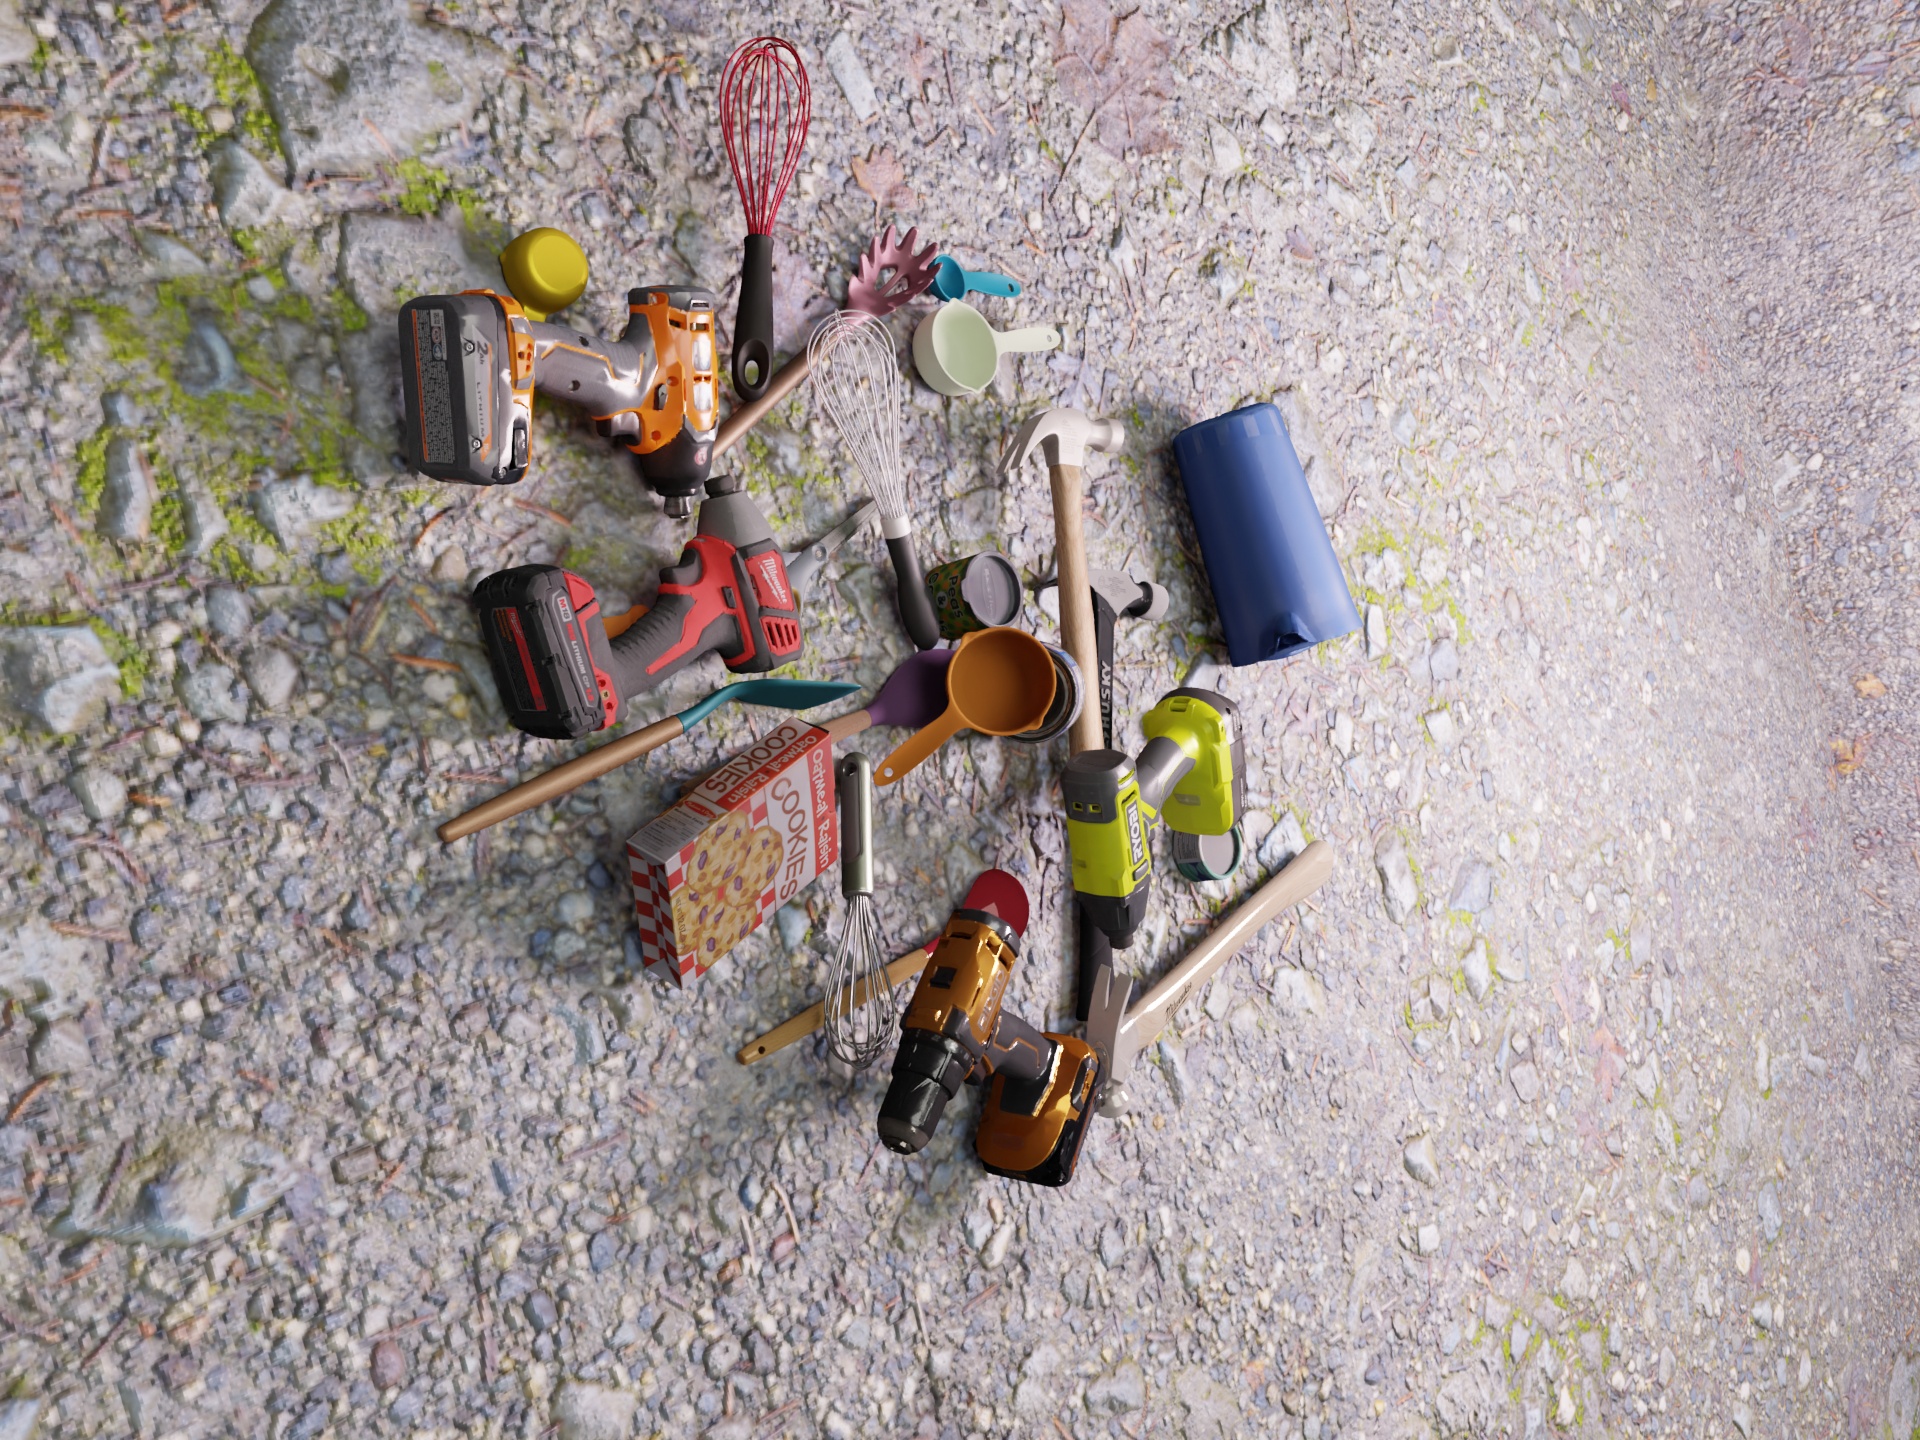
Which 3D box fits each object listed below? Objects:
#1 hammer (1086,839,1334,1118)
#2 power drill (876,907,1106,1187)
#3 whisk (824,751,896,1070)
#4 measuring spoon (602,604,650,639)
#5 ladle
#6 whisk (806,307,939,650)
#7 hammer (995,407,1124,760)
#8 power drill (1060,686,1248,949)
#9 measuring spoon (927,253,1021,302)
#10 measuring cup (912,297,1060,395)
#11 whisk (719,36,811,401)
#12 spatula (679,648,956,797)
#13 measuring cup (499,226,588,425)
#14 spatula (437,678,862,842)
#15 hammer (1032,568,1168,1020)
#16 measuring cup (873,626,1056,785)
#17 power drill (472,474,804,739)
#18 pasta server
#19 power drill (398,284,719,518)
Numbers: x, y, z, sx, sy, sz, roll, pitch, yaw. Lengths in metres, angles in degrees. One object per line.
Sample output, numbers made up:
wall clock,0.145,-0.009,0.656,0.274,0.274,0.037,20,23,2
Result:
hammer,0.242,0.201,1.472,0.410,0.038,0.146,-31,131,-45
power drill,0.021,0.277,1.214,0.226,0.084,0.185,57,46,-42
whisk,-0.078,0.139,1.197,0.059,0.058,0.246,34,48,-55
measuring spoon,-0.260,-0.059,1.102,0.117,0.011,0.021,-23,98,-42
ladle,-0.049,0.194,1.244,0.315,0.031,0.069,-24,96,-41
whisk,-0.060,-0.184,1.255,0.070,0.070,0.284,-36,120,-40
hammer,0.097,-0.108,1.381,0.130,0.031,0.331,0,83,-38
power drill,0.166,0.078,1.364,0.223,0.080,0.171,-36,123,-49
measuring spoon,0.010,-0.385,1.409,0.128,0.021,0.042,-12,90,-52
measuring cup,0.023,-0.326,1.393,0.167,0.038,0.083,-19,95,-45
whisk,-0.155,-0.387,1.221,0.073,0.073,0.296,9,79,-41
spatula,-0.093,0.004,1.240,0.316,0.018,0.060,-24,96,-44
measuring cup,-0.291,-0.268,1.099,0.062,0.029,0.157,15,74,-40
spatula,-0.213,0.023,1.106,0.317,0.082,0.044,-28,95,-36
hammer,0.123,0.061,1.418,0.149,0.036,0.409,12,75,-39
measuring cup,-0.002,-0.004,1.286,0.173,0.052,0.095,-39,91,-3
power drill,-0.211,-0.080,1.093,0.219,0.078,0.143,-25,108,-41
pasta server,-0.116,-0.294,1.259,0.060,0.040,0.316,39,57,-1
power drill,-0.256,-0.212,1.078,0.226,0.084,0.164,-16,111,-48
